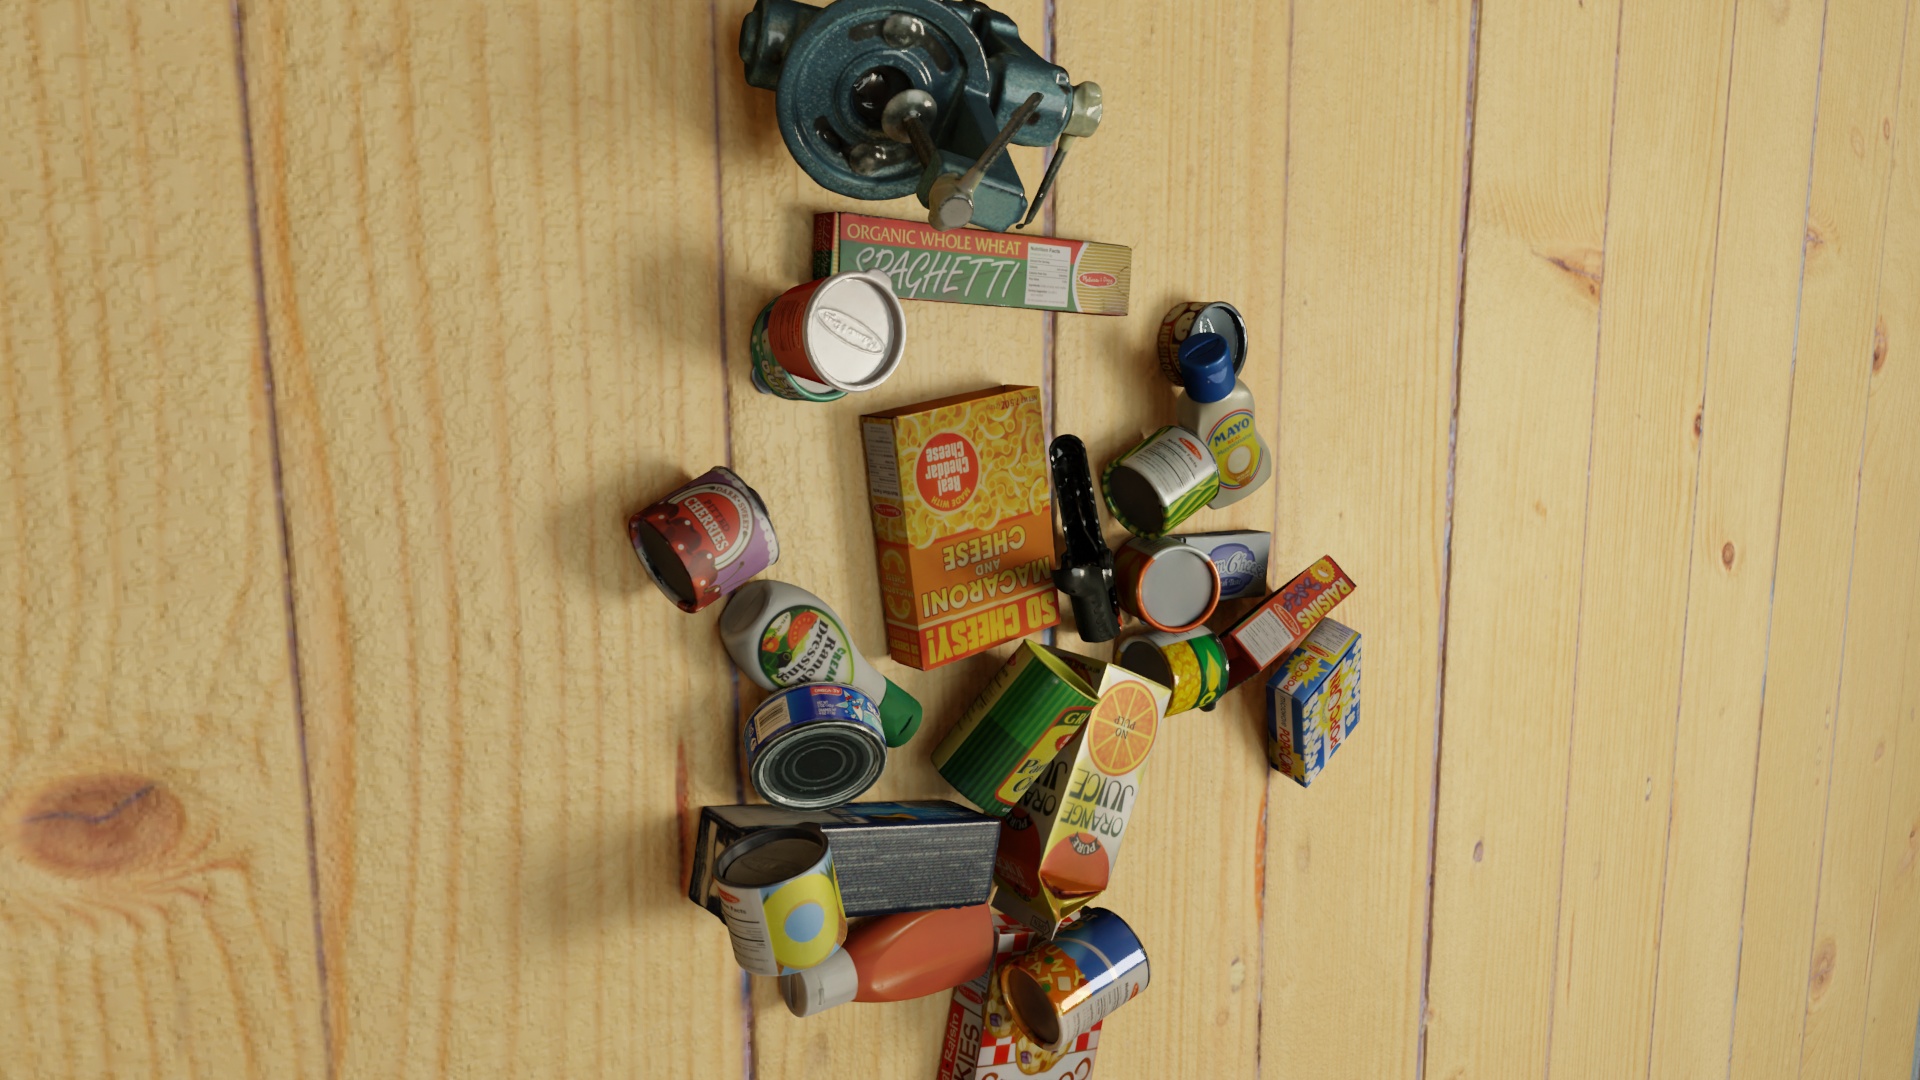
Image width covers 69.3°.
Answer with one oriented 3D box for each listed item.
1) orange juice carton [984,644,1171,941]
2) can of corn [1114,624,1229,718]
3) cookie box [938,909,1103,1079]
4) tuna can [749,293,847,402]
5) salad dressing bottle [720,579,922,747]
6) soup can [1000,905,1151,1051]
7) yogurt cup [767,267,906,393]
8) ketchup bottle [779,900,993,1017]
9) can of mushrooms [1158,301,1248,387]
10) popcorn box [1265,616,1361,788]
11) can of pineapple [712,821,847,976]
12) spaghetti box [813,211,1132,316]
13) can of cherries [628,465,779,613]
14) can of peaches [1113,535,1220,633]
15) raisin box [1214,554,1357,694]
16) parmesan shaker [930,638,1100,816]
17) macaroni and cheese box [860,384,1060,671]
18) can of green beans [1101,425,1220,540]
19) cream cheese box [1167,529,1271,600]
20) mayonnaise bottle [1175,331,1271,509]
[{"bbox_3d":[0.074,0.179,0.987,0.073,0.072,0.193,25,82,-38],"label":"orange juice carton"},{"bbox_3d":[0.158,0.100,1.044,0.058,0.071,0.071,-10,104,-36],"label":"can of corn"},{"bbox_3d":[0.048,0.360,1.016,0.123,0.040,0.167,10,91,-39],"label":"cookie box"},{"bbox_3d":[-0.091,-0.114,0.833,0.071,0.033,0.071,-7,101,-38],"label":"tuna can"},{"bbox_3d":[-0.083,0.080,0.864,0.147,0.044,0.064,41,78,-35],"label":"salad dressing bottle"},{"bbox_3d":[0.078,0.302,0.966,0.084,0.071,0.071,-22,110,-34],"label":"soup can"},{"bbox_3d":[-0.073,-0.119,0.789,0.072,0.054,0.072,-7,101,-38],"label":"yogurt cup"},{"bbox_3d":[-0.047,0.278,0.925,0.149,0.043,0.064,-7,101,-37],"label":"ketchup bottle"},{"bbox_3d":[0.181,-0.146,1.043,0.071,0.033,0.071,-8,103,-38],"label":"can of mushrooms"},{"bbox_3d":[0.293,0.134,1.150,0.085,0.038,0.126,-44,142,-25],"label":"popcorn box"},{"bbox_3d":[-0.099,0.201,0.780,0.071,0.071,0.057,-22,110,-34],"label":"can of pineapple"},{"bbox_3d":[0.014,-0.178,0.909,0.251,0.028,0.050,-3,99,-38],"label":"spaghetti box"},{"bbox_3d":[-0.145,-0.001,0.785,0.058,0.071,0.071,-34,117,-28],"label":"can of cherries"},{"bbox_3d":[0.150,0.033,1.018,0.071,0.058,0.071,-2,98,-14],"label":"can of peaches"},{"bbox_3d":[0.242,0.069,1.092,0.124,0.085,0.040,-34,80,-30],"label":"raisin box"},{"bbox_3d":[0.037,0.126,0.936,0.071,0.071,0.103,34,97,-37],"label":"parmesan shaker"},{"bbox_3d":[0.003,-0.012,0.920,0.124,0.040,0.166,-16,106,-36],"label":"macaroni and cheese box"},{"bbox_3d":[0.145,-0.042,1.011,0.058,0.071,0.071,-34,117,-29],"label":"can of green beans"},{"bbox_3d":[0.202,0.020,1.093,0.104,0.024,0.053,-3,99,-38],"label":"cream cheese box"},{"bbox_3d":[0.190,-0.089,1.024,0.065,0.041,0.147,-31,138,-5],"label":"mayonnaise bottle"}]
